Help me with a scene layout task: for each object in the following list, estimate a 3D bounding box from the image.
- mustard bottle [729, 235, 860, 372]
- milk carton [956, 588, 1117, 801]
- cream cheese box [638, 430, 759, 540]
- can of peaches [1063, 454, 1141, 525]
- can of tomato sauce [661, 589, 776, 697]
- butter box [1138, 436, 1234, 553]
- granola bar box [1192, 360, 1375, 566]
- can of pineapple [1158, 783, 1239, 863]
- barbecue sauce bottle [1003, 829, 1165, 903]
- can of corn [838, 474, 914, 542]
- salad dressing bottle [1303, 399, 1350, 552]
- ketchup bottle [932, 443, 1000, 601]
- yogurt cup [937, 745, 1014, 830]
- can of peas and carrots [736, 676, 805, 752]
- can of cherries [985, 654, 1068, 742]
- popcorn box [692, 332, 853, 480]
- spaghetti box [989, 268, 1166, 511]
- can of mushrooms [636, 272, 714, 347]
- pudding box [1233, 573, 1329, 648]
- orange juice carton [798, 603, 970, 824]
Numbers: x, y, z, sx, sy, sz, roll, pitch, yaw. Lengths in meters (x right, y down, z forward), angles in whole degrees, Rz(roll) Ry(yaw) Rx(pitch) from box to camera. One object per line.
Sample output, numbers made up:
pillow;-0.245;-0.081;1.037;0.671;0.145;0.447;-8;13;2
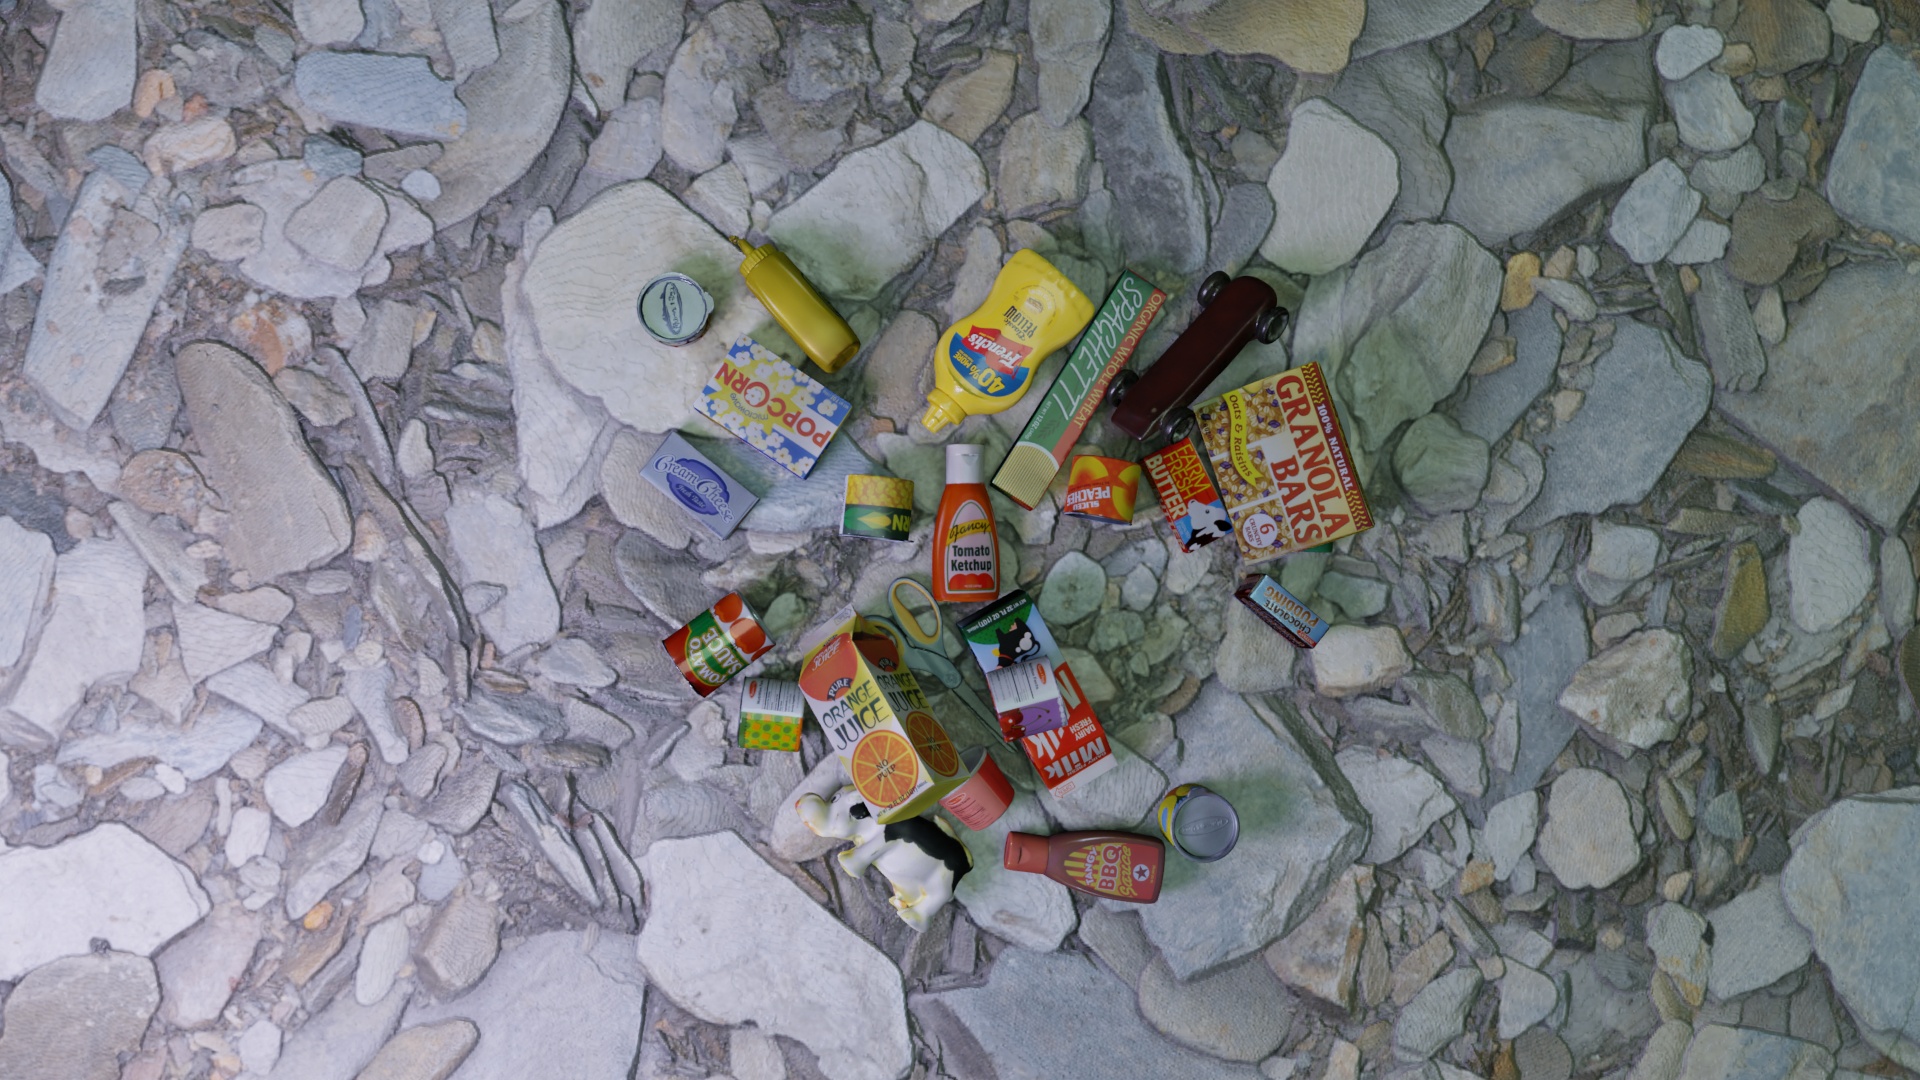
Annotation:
mustard bottle;-0.160;-0.229;1.299;0.049;0.065;0.160;-41;89;0
milk carton;0.073;0.146;1.305;0.072;0.073;0.190;-30;92;-4
cream cheese box;-0.246;-0.051;1.306;0.104;0.024;0.053;39;86;-3
can of peaches;0.134;-0.048;1.316;0.071;0.071;0.058;11;87;-5
can of tomato sauce;-0.222;0.095;1.282;0.083;0.071;0.071;-36;92;-5
butter box;0.219;-0.044;1.346;0.053;0.024;0.103;-27;92;-5
granola bar box;0.306;-0.072;1.316;0.124;0.039;0.165;-20;83;19
can of pineapple;0.226;0.266;1.323;0.071;0.058;0.071;0;89;-5
barbecue sauce bottle;0.117;0.304;1.320;0.149;0.043;0.065;9;89;-4
can of corn;-0.076;-0.030;1.299;0.071;0.071;0.058;6;88;-5
salad dressing bottle;0.345;-0.062;1.349;0.064;0.044;0.147;2;90;-1
ketchup bottle;0.005;-0.017;1.317;0.065;0.043;0.148;0;88;-16
yogurt cup;0.014;0.235;1.304;0.072;0.072;0.054;-43;101;-4
can of peas and carrots;-0.175;0.163;1.288;0.059;0.071;0.071;6;89;-5
can of cherries;0.059;0.143;1.234;0.058;0.071;0.071;-17;91;-2
popcorn box;-0.176;-0.125;1.307;0.127;0.038;0.085;34;87;-3
spaghetti box;0.114;-0.146;1.337;0.050;0.028;0.250;32;86;-4
can of mushrooms;-0.266;-0.216;1.303;0.071;0.033;0.071;0;88;-5
pudding box;0.309;0.067;1.339;0.083;0.049;0.030;39;85;-4
orange juice carton;-0.079;0.155;1.267;0.071;0.073;0.193;-39;71;20
